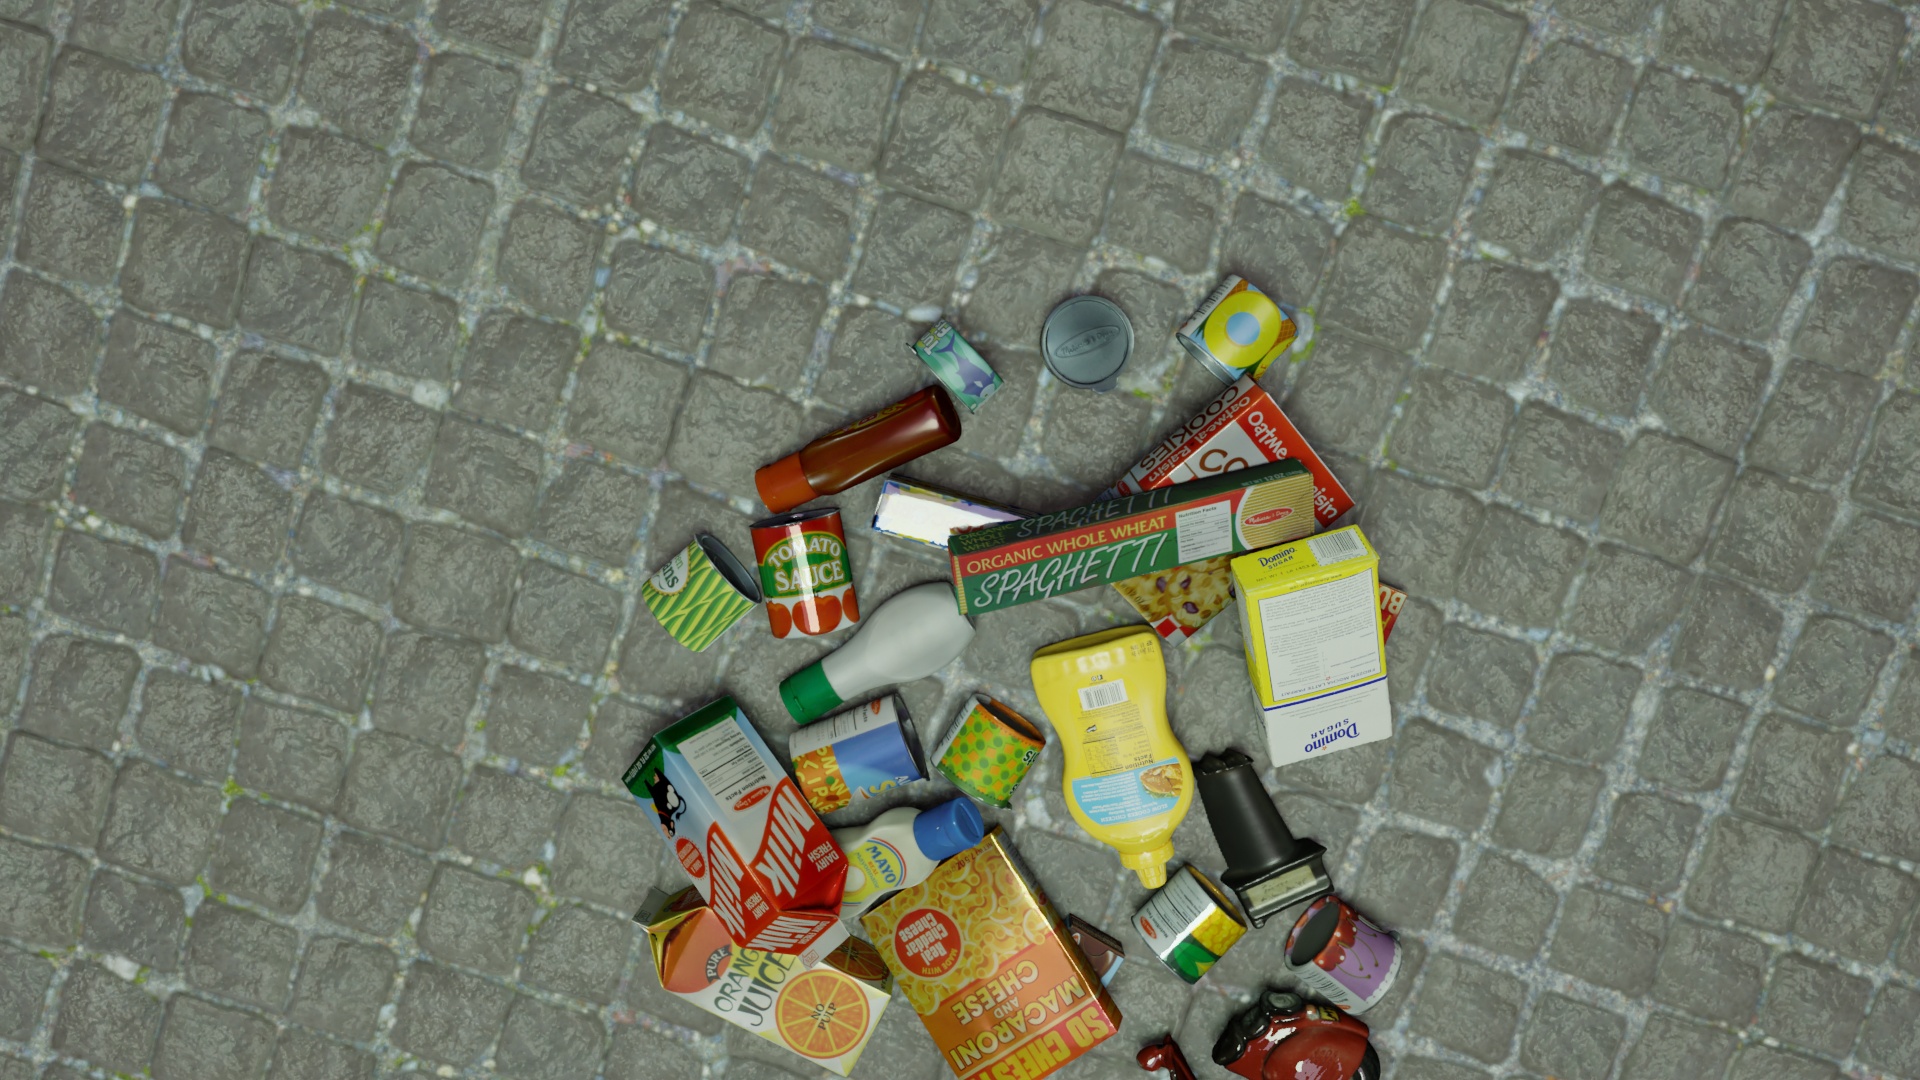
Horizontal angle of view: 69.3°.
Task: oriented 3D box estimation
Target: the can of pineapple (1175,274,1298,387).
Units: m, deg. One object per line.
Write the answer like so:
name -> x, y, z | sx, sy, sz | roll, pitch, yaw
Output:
can of pineapple -> 0.197, -0.144, 0.979 | 0.071, 0.071, 0.058 | 41, 95, -4

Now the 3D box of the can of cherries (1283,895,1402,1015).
can of cherries -> 0.285, 0.305, 1.033 | 0.058, 0.071, 0.071 | 36, 96, -4

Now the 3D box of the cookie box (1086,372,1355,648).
cookie box -> 0.176, -0.019, 0.978 | 0.167, 0.040, 0.122 | -40, 120, 10

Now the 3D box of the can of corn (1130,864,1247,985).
can of corn -> 0.171, 0.285, 1.032 | 0.071, 0.071, 0.058 | 43, 95, -5

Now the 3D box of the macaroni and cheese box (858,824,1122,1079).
macaroni and cheese box -> 0.023, 0.315, 1.026 | 0.123, 0.040, 0.166 | -35, 82, 9

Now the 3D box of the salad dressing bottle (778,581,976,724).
salad dressing bottle -> -0.062, 0.085, 1.020 | 0.147, 0.044, 0.064 | -29, 96, 5

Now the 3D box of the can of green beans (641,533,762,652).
can of green beans -> -0.187, 0.038, 1.003 | 0.058, 0.071, 0.071 | -40, 95, 5

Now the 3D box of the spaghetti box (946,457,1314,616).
spaghetti box -> 0.114, -0.003, 0.930 | 0.250, 0.029, 0.050 | -13, 120, -7

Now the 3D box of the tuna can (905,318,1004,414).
tuna can -> -0.004, -0.125, 0.982 | 0.033, 0.071, 0.071 | -44, 95, 4

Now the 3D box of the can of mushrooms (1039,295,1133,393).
can of mushrooms -> 0.090, -0.140, 0.997 | 0.071, 0.033, 0.071 | 0, 96, 0

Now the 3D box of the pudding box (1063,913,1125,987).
pudding box -> 0.083, 0.333, 1.054 | 0.049, 0.030, 0.083 | 30, 96, -2

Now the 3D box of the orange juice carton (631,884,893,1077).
orange juice carton -> -0.150, 0.312, 1.033 | 0.193, 0.072, 0.073 | 27, 96, -3

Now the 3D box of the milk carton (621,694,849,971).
milk carton -> -0.149, 0.214, 0.983 | 0.191, 0.074, 0.072 | 51, 133, 11

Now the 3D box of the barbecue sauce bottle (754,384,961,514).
barbecue sauce bottle -> -0.074, -0.063, 0.995 | 0.148, 0.065, 0.043 | -23, 95, 12

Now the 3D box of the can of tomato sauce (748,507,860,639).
can of tomato sauce -> -0.111, 0.023, 0.999 | 0.071, 0.071, 0.083 | -10, 97, 2

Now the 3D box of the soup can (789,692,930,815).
soup can -> -0.074, 0.159, 1.017 | 0.084, 0.071, 0.071 | -21, 96, 4

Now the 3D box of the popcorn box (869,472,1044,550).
popcorn box -> 0.004, -0.012, 0.986 | 0.127, 0.085, 0.038 | 15, 96, -1

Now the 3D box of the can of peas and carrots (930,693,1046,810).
can of peas and carrots -> 0.023, 0.155, 1.016 | 0.071, 0.071, 0.058 | 32, 96, -3

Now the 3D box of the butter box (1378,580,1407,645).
butter box -> 0.271, 0.042, 1.022 | 0.103, 0.024, 0.053 | 23, 96, -2

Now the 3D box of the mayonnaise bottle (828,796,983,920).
mayonnaise bottle -> -0.051, 0.227, 1.011 | 0.147, 0.041, 0.064 | -28, 94, 28
